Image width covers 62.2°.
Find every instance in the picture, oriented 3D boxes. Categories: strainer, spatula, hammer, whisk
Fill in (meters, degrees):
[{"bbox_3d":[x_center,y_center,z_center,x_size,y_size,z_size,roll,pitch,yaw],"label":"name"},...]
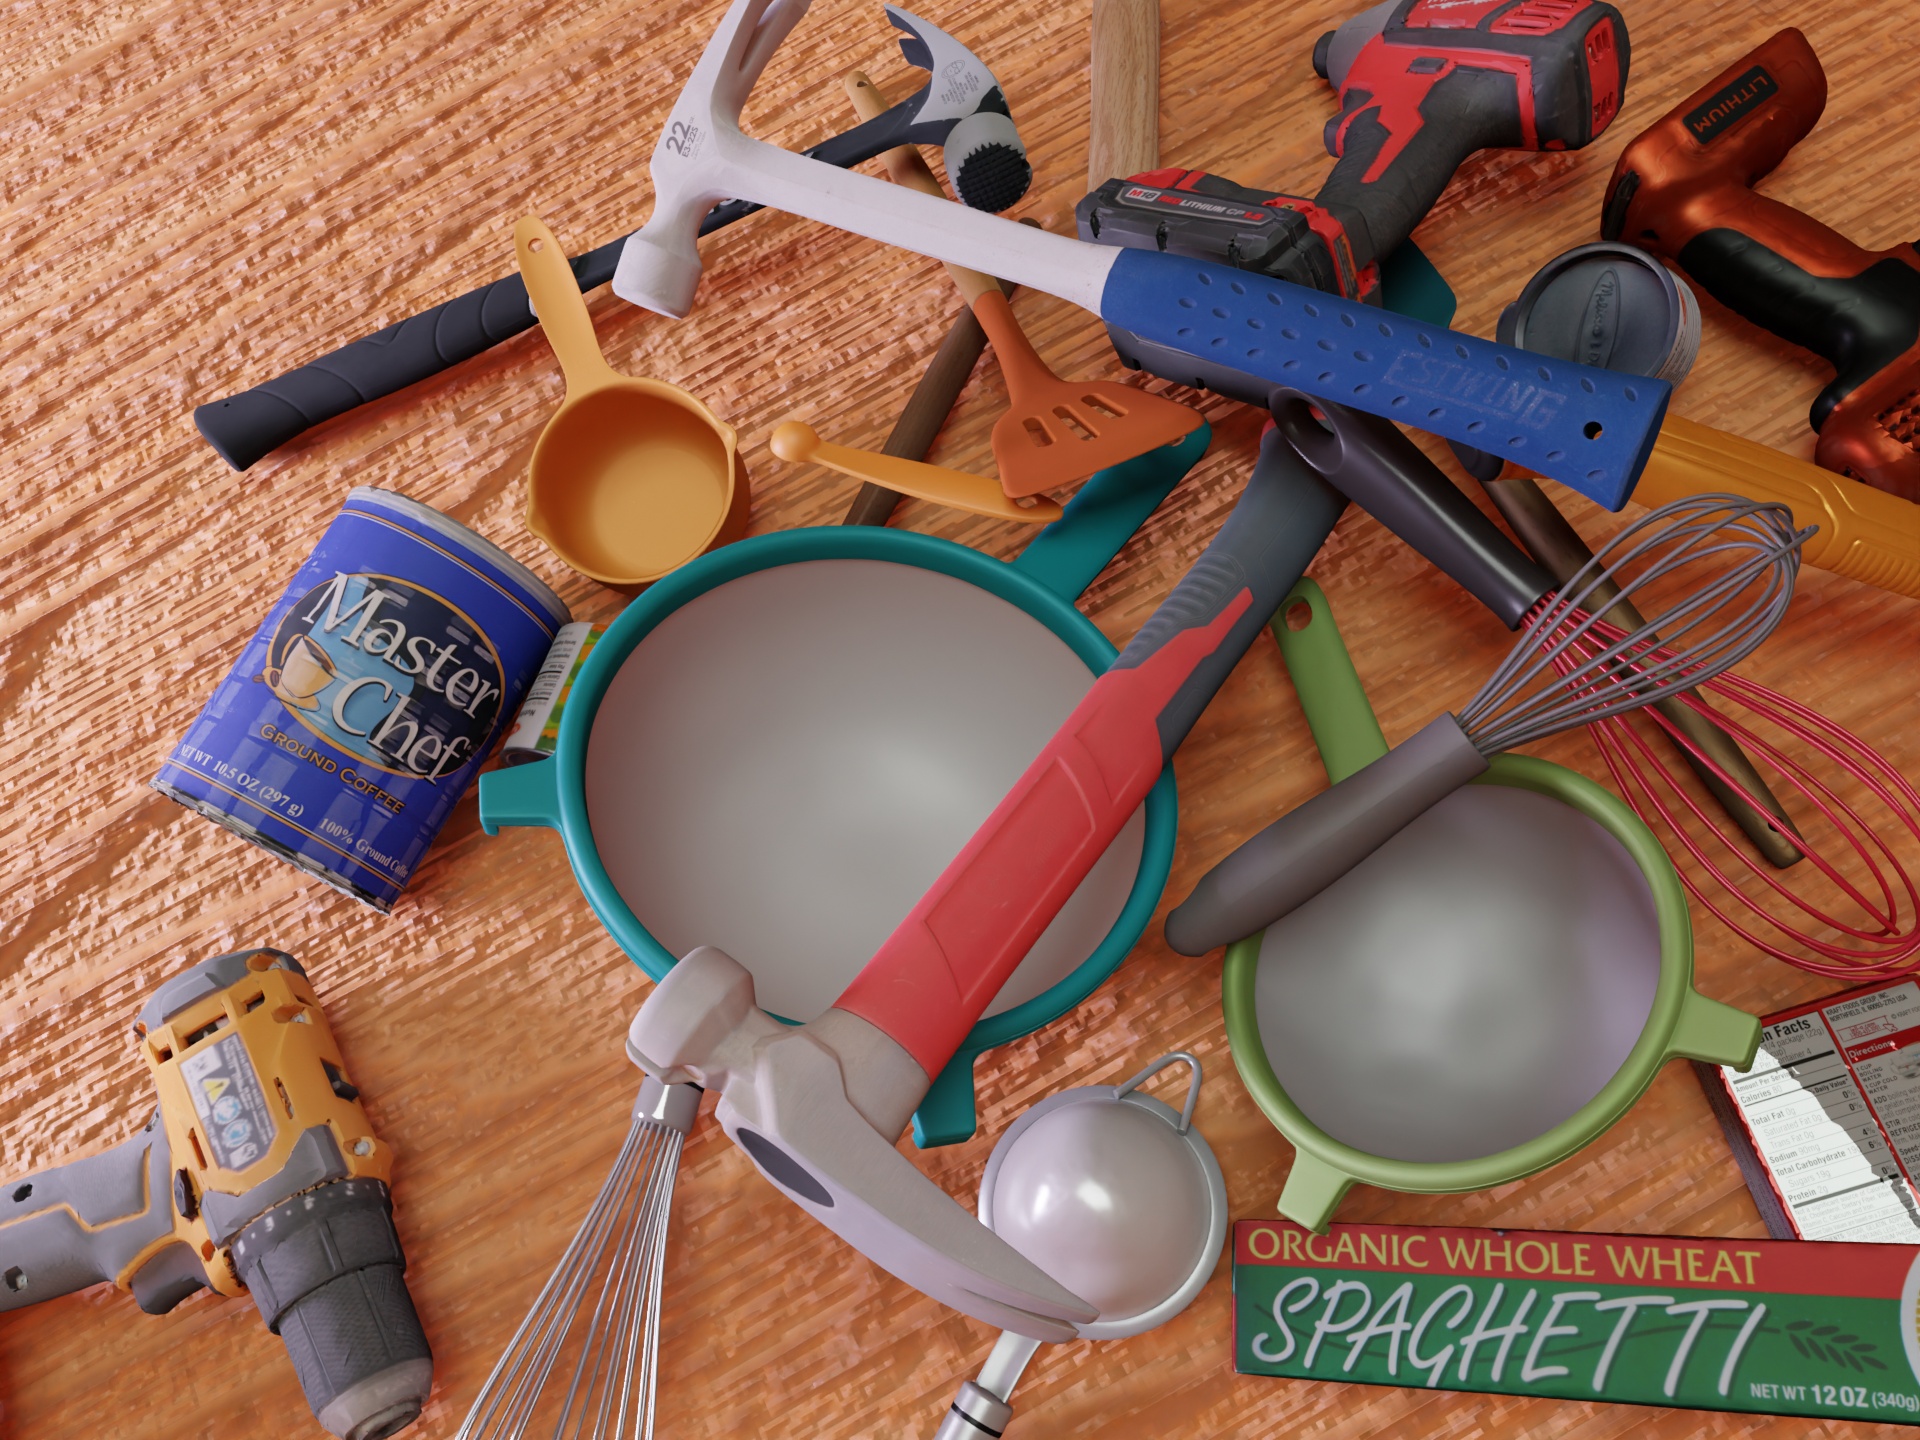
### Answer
[{"bbox_3d":[0.012,0.219,0.523,0.087,0.050,0.258,24,76,27],"label":"strainer"},{"bbox_3d":[-0.001,-0.002,0.607,0.211,0.095,0.340,33,55,12],"label":"strainer"},{"bbox_3d":[0.223,-0.077,0.624,0.082,0.044,0.318,-28,69,-3],"label":"spatula"},{"bbox_3d":[0.049,-0.168,0.578,0.406,0.035,0.144,25,99,24],"label":"hammer"},{"bbox_3d":[0.003,-0.202,0.690,0.081,0.041,0.323,-22,55,-5],"label":"spatula"},{"bbox_3d":[-0.172,-0.211,0.733,0.409,0.036,0.149,-22,50,8],"label":"hammer"},{"bbox_3d":[0.083,-0.365,0.775,0.130,0.031,0.332,-2,66,11],"label":"hammer"},{"bbox_3d":[-0.114,0.169,0.564,0.070,0.070,0.285,8,62,14],"label":"whisk"},{"bbox_3d":[0.215,-0.027,0.551,0.073,0.073,0.296,-40,70,-8],"label":"whisk"},{"bbox_3d":[0.161,0.052,0.562,0.151,0.069,0.257,-29,44,19],"label":"strainer"},{"bbox_3d":[0.333,-0.063,0.545,0.337,0.034,0.127,20,72,4],"label":"hammer"},{"bbox_3d":[0.162,0.008,0.509,0.239,0.055,0.055,-38,63,17],"label":"whisk"},{"bbox_3d":[0.069,0.011,0.529,0.143,0.038,0.386,36,53,8],"label":"hammer"},{"bbox_3d":[-0.032,-0.095,0.676,0.059,0.018,0.316,35,67,-22],"label":"spatula"}]

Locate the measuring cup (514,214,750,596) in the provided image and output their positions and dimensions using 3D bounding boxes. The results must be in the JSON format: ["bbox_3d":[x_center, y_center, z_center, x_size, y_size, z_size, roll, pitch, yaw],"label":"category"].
[{"bbox_3d":[-0.150,-0.134,0.684,0.095,0.052,0.174,-24,79,2],"label":"measuring cup"}]

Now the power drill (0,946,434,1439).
[{"bbox_3d":[-0.309,0.213,0.568,0.226,0.084,0.185,-31,65,-9],"label":"power drill"}]

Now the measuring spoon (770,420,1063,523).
[{"bbox_3d":[-0.017,-0.095,0.605,0.117,0.011,0.021,16,46,7],"label":"measuring spoon"}]

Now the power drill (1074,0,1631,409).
[{"bbox_3d":[0.158,-0.232,0.664,0.220,0.078,0.143,-43,45,-18],"label":"power drill"}]
